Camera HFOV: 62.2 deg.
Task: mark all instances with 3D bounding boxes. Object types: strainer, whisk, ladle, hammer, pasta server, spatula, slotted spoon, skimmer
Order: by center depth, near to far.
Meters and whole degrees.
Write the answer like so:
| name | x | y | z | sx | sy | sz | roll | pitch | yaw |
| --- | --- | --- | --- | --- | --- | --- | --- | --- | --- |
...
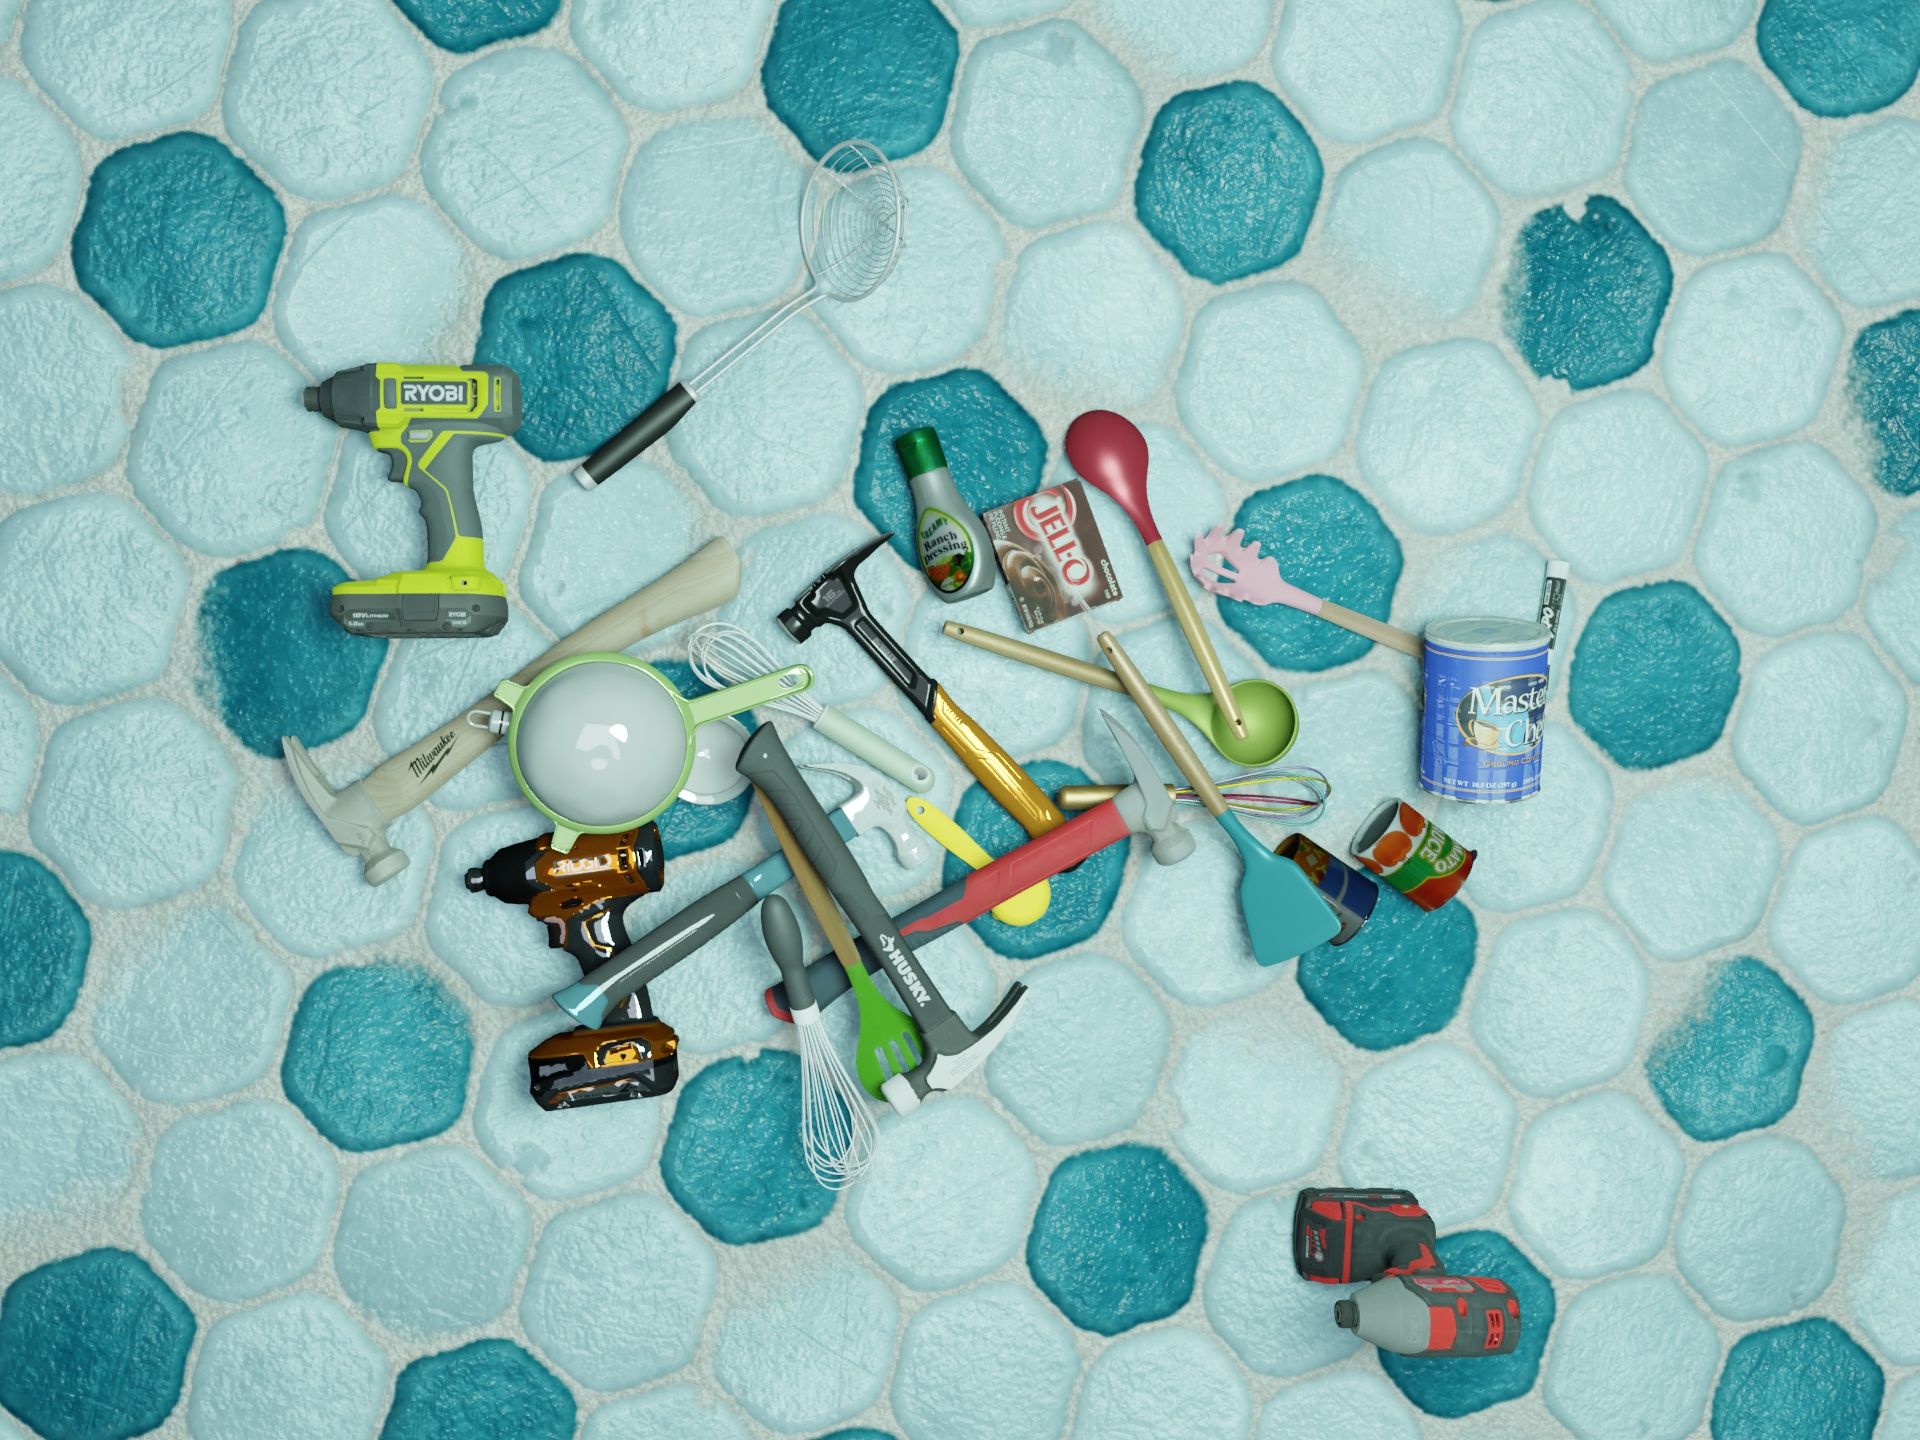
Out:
| name | x | y | z | sx | sy | sz | roll | pitch | yaw |
| --- | --- | --- | --- | --- | --- | --- | --- | --- | --- |
| strainer | -0.237 | 0.006 | 1.281 | 0.256 | 0.069 | 0.151 | -19 | 101 | -8 |
| hammer | -0.076 | 0.147 | 1.295 | 0.146 | 0.035 | 0.334 | -33 | 98 | -12 |
| skimmer | -0.190 | -0.328 | 1.316 | 0.363 | 0.090 | 0.127 | -40 | 63 | 0 |
| hammer | -0.185 | 0.148 | 1.317 | 0.331 | 0.033 | 0.128 | -34 | 98 | -20 |
| slotted spoon | -0.103 | 0.180 | 1.319 | 0.070 | 0.031 | 0.313 | -28 | 100 | -21 |
| strainer | -0.279 | 0.017 | 1.329 | 0.258 | 0.050 | 0.087 | 10 | 110 | -17 |
| whisk | -0.121 | 0.271 | 1.333 | 0.070 | 0.070 | 0.284 | -14 | 110 | -4 |
| spatula | 0.205 | 0.060 | 1.338 | 0.082 | 0.044 | 0.317 | -31 | 98 | 28 |
| hammer | -0.366 | -0.035 | 1.341 | 0.410 | 0.038 | 0.146 | -35 | 94 | -3 |
| hammer | -0.002 | 0.139 | 1.347 | 0.386 | 0.038 | 0.143 | -29 | 101 | 6 |
| ladle | 0.175 | -0.127 | 1.355 | 0.069 | 0.031 | 0.315 | -23 | 84 | -9 |
| whisk | -0.126 | -0.007 | 1.359 | 0.246 | 0.059 | 0.058 | 33 | 64 | -10 |
| ladle | 0.139 | -0.033 | 1.359 | 0.320 | 0.062 | 0.078 | 17 | 84 | -10 |
| hammer | -0.002 | -0.004 | 1.374 | 0.127 | 0.034 | 0.337 | -42 | 95 | -1 |
| whisk | 0.205 | 0.068 | 1.383 | 0.245 | 0.047 | 0.051 | -1 | 83 | -8 |
| pasta server | 0.342 | -0.091 | 1.397 | 0.316 | 0.040 | 0.060 | 21 | 80 | -7 |

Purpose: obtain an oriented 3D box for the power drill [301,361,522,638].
| name | x | y | z | sx | sy | sz | roll | pitch | yaw |
| --- | --- | --- | --- | --- | --- | --- | --- | --- | --- |
| power drill | -0.451 | -0.181 | 1.309 | 0.171 | 0.080 | 0.223 | -1 | 89 | -5 |

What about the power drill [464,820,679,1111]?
| name | x | y | z | sx | sy | sz | roll | pitch | yaw |
| --- | --- | --- | --- | --- | --- | --- | --- | --- | --- |
| power drill | -0.323 | 0.204 | 1.335 | 0.164 | 0.084 | 0.226 | -7 | 89 | -4 |

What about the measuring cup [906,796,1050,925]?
| name | x | y | z | sx | sy | sz | roll | pitch | yaw |
| --- | --- | --- | --- | --- | --- | --- | --- | --- | --- |
| measuring cup | 0.014 | 0.120 | 1.381 | 0.156 | 0.029 | 0.062 | 41 | 89 | -8 |

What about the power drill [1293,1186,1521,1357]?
| name | x | y | z | sx | sy | sz | roll | pitch | yaw |
| --- | --- | --- | --- | --- | --- | --- | --- | --- | --- |
| power drill | 0.359 | 0.465 | 1.332 | 0.143 | 0.220 | 0.078 | 2 | 92 | -5 |
